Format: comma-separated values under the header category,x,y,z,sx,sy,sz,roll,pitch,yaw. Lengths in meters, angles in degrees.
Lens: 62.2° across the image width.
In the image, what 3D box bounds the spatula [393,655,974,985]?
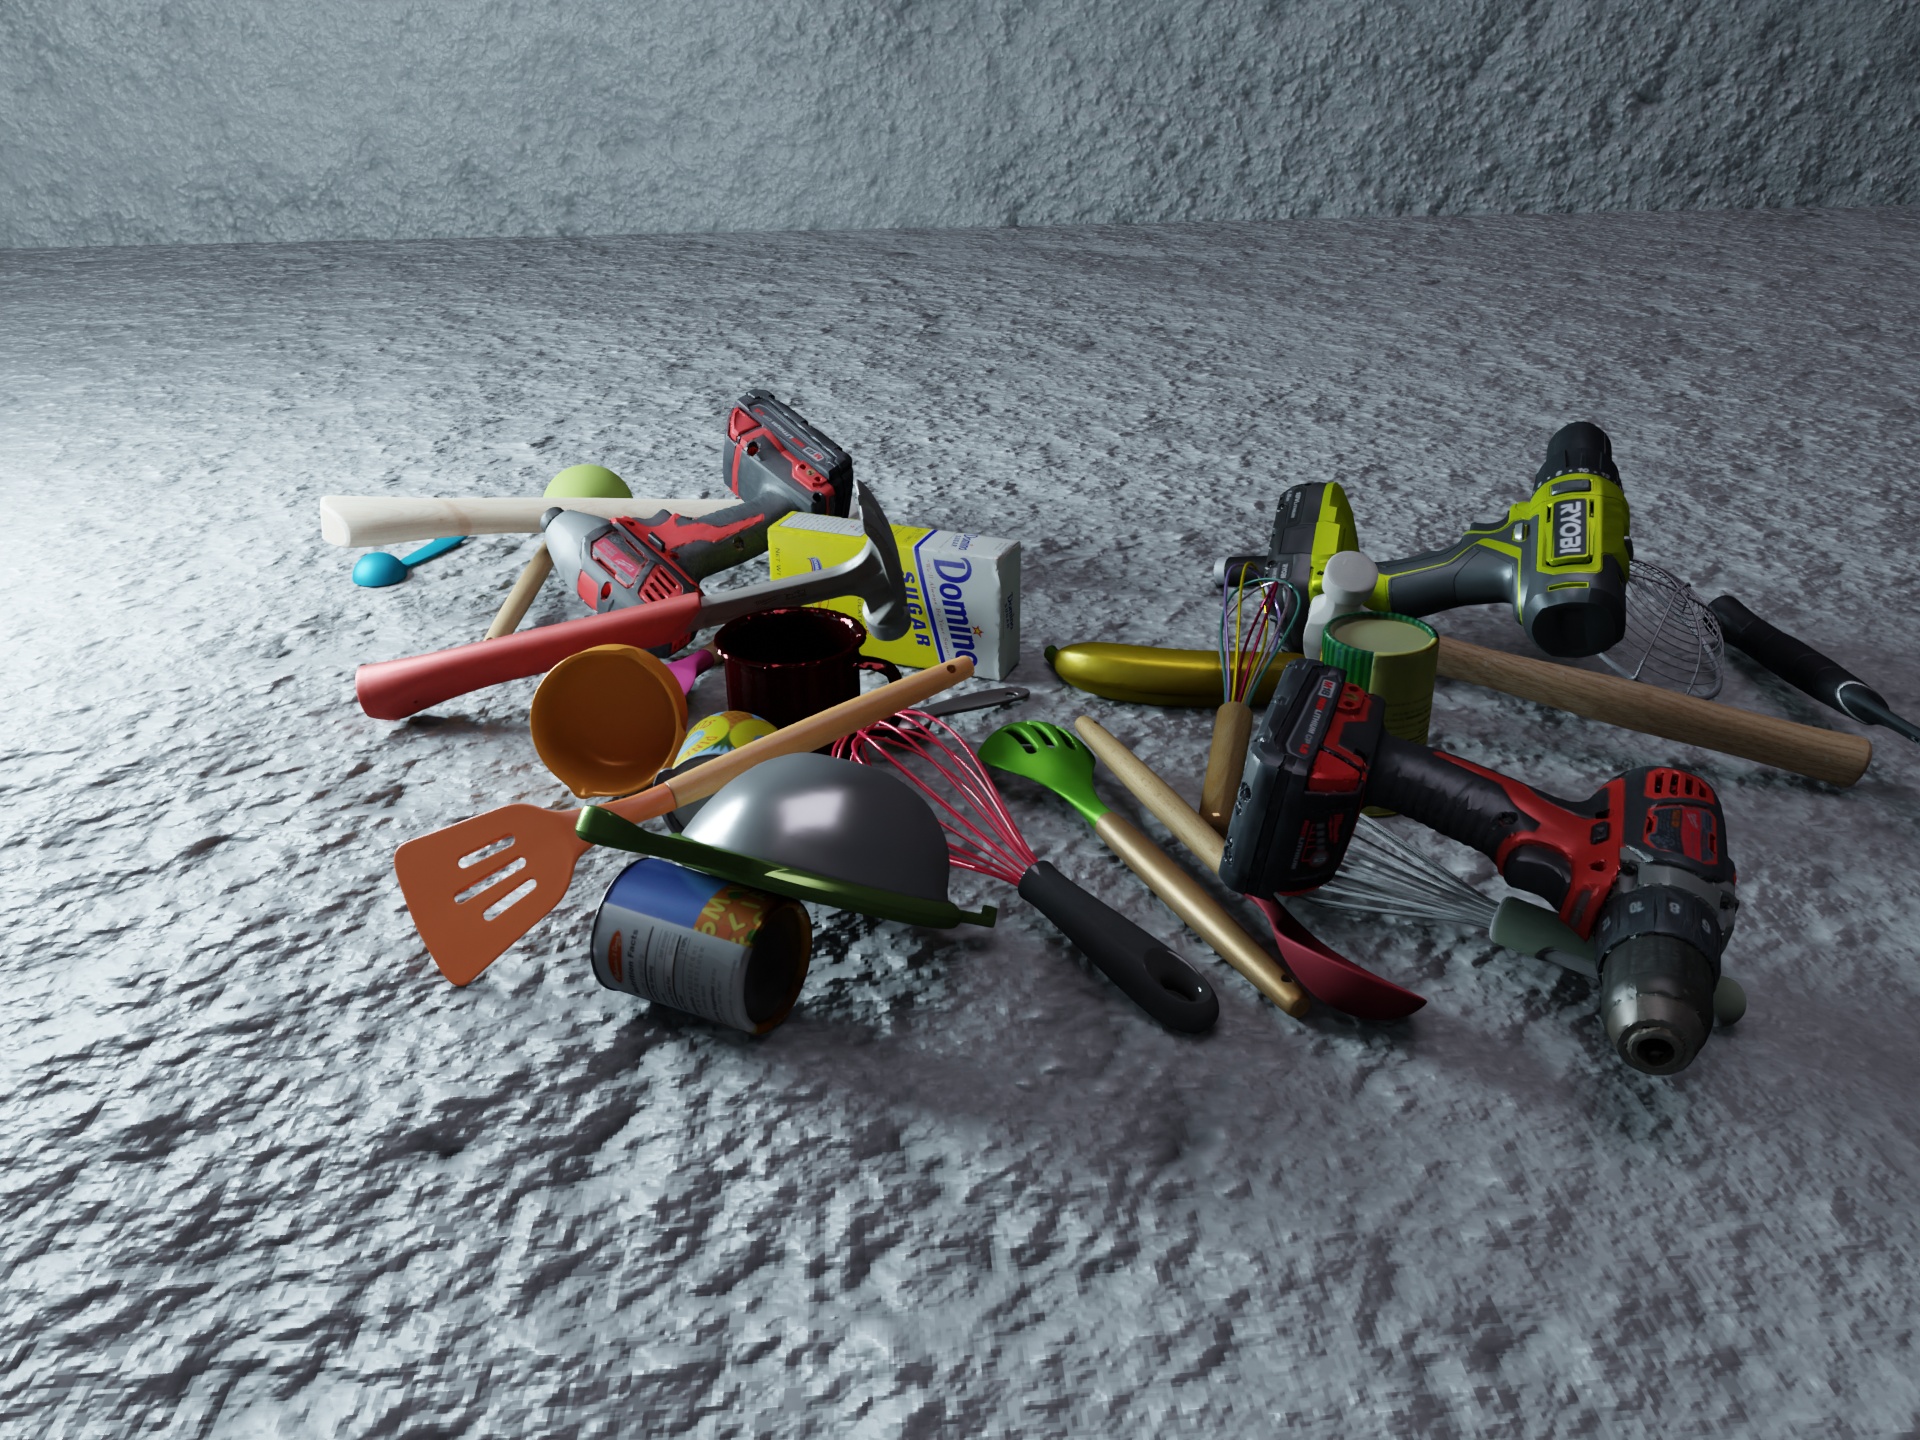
category,x,y,z,sx,sy,sz,roll,pitch,yaw
spatula,-0.132,0.033,0.837,0.322,0.041,0.081,-24,73,-24

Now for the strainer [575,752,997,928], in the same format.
category,x,y,z,sx,sy,sz,roll,pitch,yaw
strainer,-0.087,0.042,0.735,0.151,0.069,0.256,12,-6,26

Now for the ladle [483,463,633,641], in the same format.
category,x,y,z,sx,sy,sz,roll,pitch,yaw
ladle,-0.326,-0.122,1.262,0.078,0.062,0.320,4,33,1

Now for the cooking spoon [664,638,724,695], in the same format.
category,x,y,z,sx,sy,sz,roll,pitch,yaw
cooking spoon,-0.166,-0.053,1.131,0.069,0.017,0.319,7,28,26

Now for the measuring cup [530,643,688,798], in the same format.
category,x,y,z,sx,sy,sz,roll,pitch,yaw
measuring cup,-0.168,0.012,0.953,0.173,0.095,0.052,20,9,-6

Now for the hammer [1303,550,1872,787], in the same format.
category,x,y,z,sx,sy,sz,roll,pitch,yaw
hammer,0.373,-0.017,0.966,0.331,0.130,0.031,16,62,10

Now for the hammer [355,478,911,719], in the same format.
category,x,y,z,sx,sy,sz,roll,pitch,yaw
hammer,-0.213,-0.063,1.019,0.359,0.149,0.037,-13,63,2

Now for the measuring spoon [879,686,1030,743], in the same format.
category,x,y,z,sx,sy,sz,roll,pitch,yaw
measuring spoon,-0.002,-0.003,1.036,0.124,0.018,0.034,-14,29,-39

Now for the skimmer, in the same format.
category,x,y,z,sx,sy,sz,roll,pitch,yaw
skimmer,0.354,-0.075,1.150,0.363,0.090,0.127,6,28,36

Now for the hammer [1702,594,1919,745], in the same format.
category,x,y,z,sx,sy,sz,roll,pitch,yaw
hammer,0.551,-0.002,0.943,0.149,0.036,0.409,35,16,-12

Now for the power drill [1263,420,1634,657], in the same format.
category,x,y,z,sx,sy,sz,roll,pitch,yaw
power drill,0.334,-0.121,1.081,0.228,0.080,0.191,-5,47,27

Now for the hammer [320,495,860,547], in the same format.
category,x,y,z,sx,sy,sz,roll,pitch,yaw
hammer,-0.285,-0.166,1.258,0.410,0.038,0.146,-2,37,-18

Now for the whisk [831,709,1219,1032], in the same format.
category,x,y,z,sx,sy,sz,roll,pitch,yaw
whisk,0.026,0.074,0.832,0.073,0.073,0.296,-19,38,-33

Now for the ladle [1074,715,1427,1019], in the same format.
category,x,y,z,sx,sy,sz,roll,pitch,yaw
ladle,0.134,0.069,0.843,0.069,0.031,0.316,26,13,-33

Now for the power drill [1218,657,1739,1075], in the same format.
category,x,y,z,sx,sy,sz,roll,pitch,yaw
power drill,0.240,0.065,0.736,0.227,0.080,0.188,17,35,14

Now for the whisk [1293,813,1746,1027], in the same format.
category,x,y,z,sx,sy,sz,roll,pitch,yaw
whisk,0.262,0.097,0.796,0.246,0.057,0.059,21,68,31

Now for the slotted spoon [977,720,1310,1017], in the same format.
category,x,y,z,sx,sy,sz,roll,pitch,yaw
slotted spoon,0.095,0.068,0.871,0.070,0.031,0.314,-6,27,-25

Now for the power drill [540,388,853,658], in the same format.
category,x,y,z,sx,sy,sz,roll,pitch,yaw
power drill,-0.196,-0.149,1.181,0.143,0.078,0.220,39,57,17

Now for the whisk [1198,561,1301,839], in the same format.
category,x,y,z,sx,sy,sz,roll,pitch,yaw
whisk,0.174,-0.015,0.976,0.051,0.047,0.245,13,44,7

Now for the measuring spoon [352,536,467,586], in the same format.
category,x,y,z,sx,sy,sz,roll,pitch,yaw
measuring spoon,-0.451,-0.143,1.313,0.042,0.021,0.129,11,30,21
